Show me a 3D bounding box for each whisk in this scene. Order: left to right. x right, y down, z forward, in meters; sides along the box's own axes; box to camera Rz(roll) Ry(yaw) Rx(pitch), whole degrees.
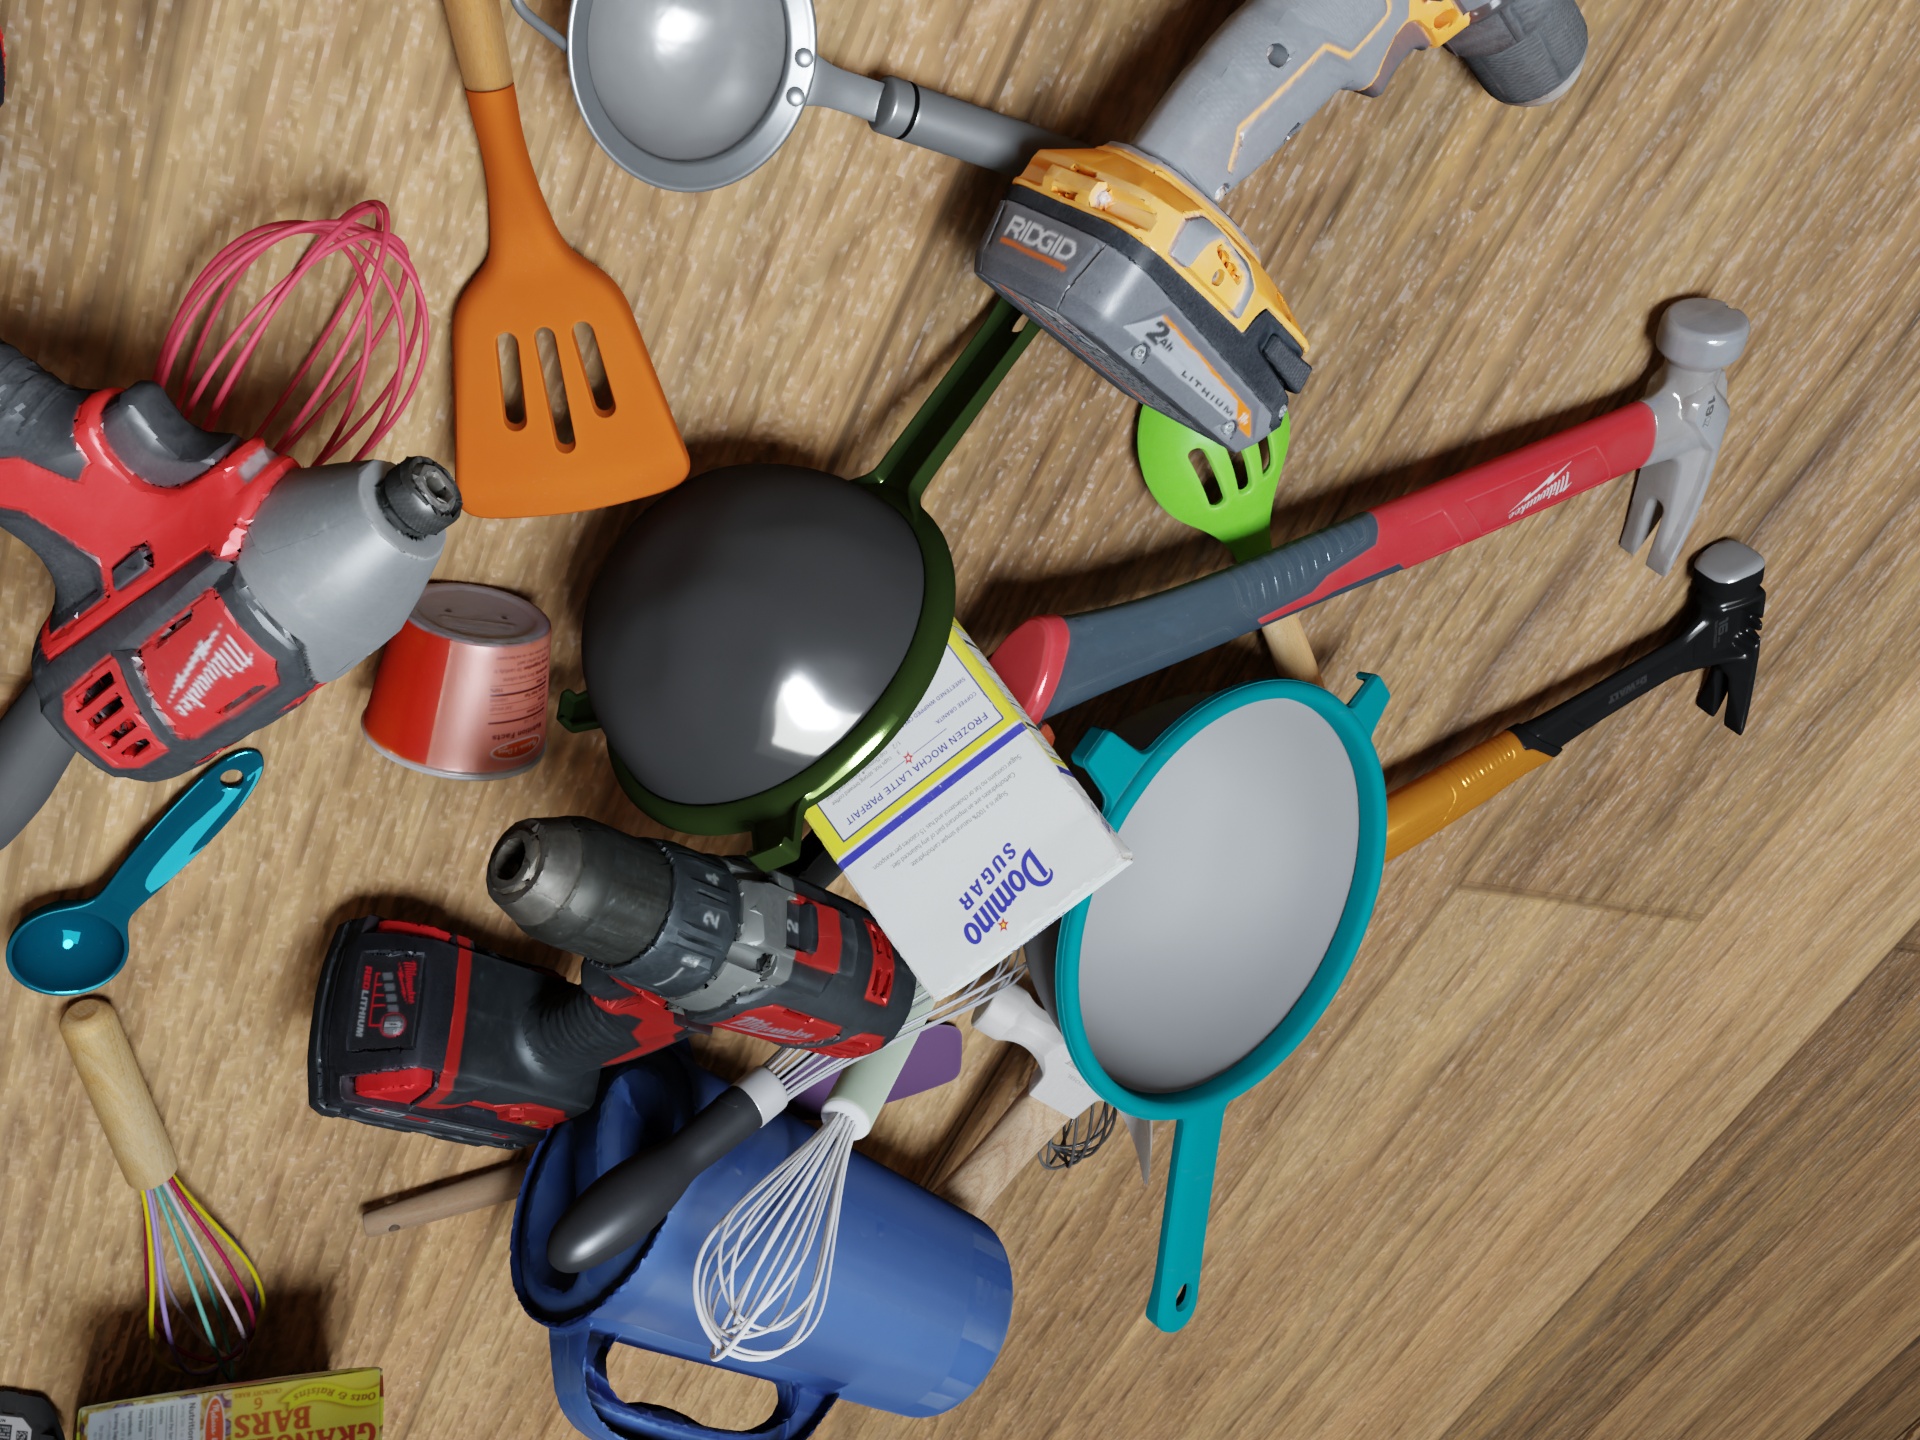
[{"bbox_3d":[-0.360,0.219,0.714,0.047,0.051,0.244,-8,126,-13],"label":"whisk"},{"bbox_3d":[-0.266,-0.053,0.529,0.073,0.073,0.295,27,117,-38],"label":"whisk"},{"bbox_3d":[-0.067,0.148,0.710,0.284,0.070,0.070,-34,140,-36],"label":"whisk"},{"bbox_3d":[-0.056,0.189,0.728,0.058,0.246,0.059,37,126,-3],"label":"whisk"},{"bbox_3d":[0.073,0.156,0.869,0.055,0.055,0.238,-6,124,-22],"label":"whisk"}]

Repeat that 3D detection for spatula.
[{"bbox_3d":[-0.144,-0.211,0.470,0.081,0.041,0.322,-10,129,-9],"label":"spatula"},{"bbox_3d":[-0.146,0.212,0.827,0.316,0.018,0.059,-13,128,-17],"label":"spatula"}]

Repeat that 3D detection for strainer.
[{"bbox_3d":[-0.051,-0.082,0.568,0.256,0.152,0.069,-54,136,-8],"label":"strainer"},{"bbox_3d":[-0.031,-0.206,0.530,0.258,0.050,0.087,4,113,-35],"label":"strainer"},{"bbox_3d":[0.095,0.132,0.769,0.211,0.095,0.340,-11,114,-37],"label":"strainer"}]

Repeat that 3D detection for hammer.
[{"bbox_3d":[-0.004,0.281,0.908,0.130,0.031,0.331,31,122,-6],"label":"hammer"},{"bbox_3d":[0.189,-0.069,0.716,0.386,0.038,0.143,-22,136,-17],"label":"hammer"},{"bbox_3d":[0.290,0.027,0.861,0.337,0.034,0.127,-28,133,-8],"label":"hammer"}]

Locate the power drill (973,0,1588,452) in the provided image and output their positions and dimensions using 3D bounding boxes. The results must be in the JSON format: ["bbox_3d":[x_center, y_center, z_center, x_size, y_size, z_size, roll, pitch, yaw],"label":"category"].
[{"bbox_3d":[0.128,-0.212,0.563,0.185,0.084,0.226,25,101,-47],"label":"power drill"}]

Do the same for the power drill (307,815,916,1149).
[{"bbox_3d":[-0.154,0.100,0.613,0.227,0.080,0.187,-19,149,30],"label":"power drill"}]

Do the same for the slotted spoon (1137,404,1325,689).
[{"bbox_3d":[0.154,-0.047,0.757,0.070,0.031,0.313,-35,135,-3],"label":"slotted spoon"}]

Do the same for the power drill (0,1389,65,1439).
[{"bbox_3d":[-0.537,0.420,0.768,0.190,0.080,0.228,30,112,-39],"label":"power drill"}]

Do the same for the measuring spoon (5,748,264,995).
[{"bbox_3d":[-0.319,0.054,0.622,0.128,0.021,0.042,-46,131,1],"label":"measuring spoon"}]

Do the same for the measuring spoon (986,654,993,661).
[{"bbox_3d":[-0.001,-0.002,0.727,0.117,0.011,0.021,-40,133,9],"label":"measuring spoon"}]

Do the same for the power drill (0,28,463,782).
[{"bbox_3d":[-0.245,-0.092,0.428,0.143,0.079,0.219,-27,116,22],"label":"power drill"}]
